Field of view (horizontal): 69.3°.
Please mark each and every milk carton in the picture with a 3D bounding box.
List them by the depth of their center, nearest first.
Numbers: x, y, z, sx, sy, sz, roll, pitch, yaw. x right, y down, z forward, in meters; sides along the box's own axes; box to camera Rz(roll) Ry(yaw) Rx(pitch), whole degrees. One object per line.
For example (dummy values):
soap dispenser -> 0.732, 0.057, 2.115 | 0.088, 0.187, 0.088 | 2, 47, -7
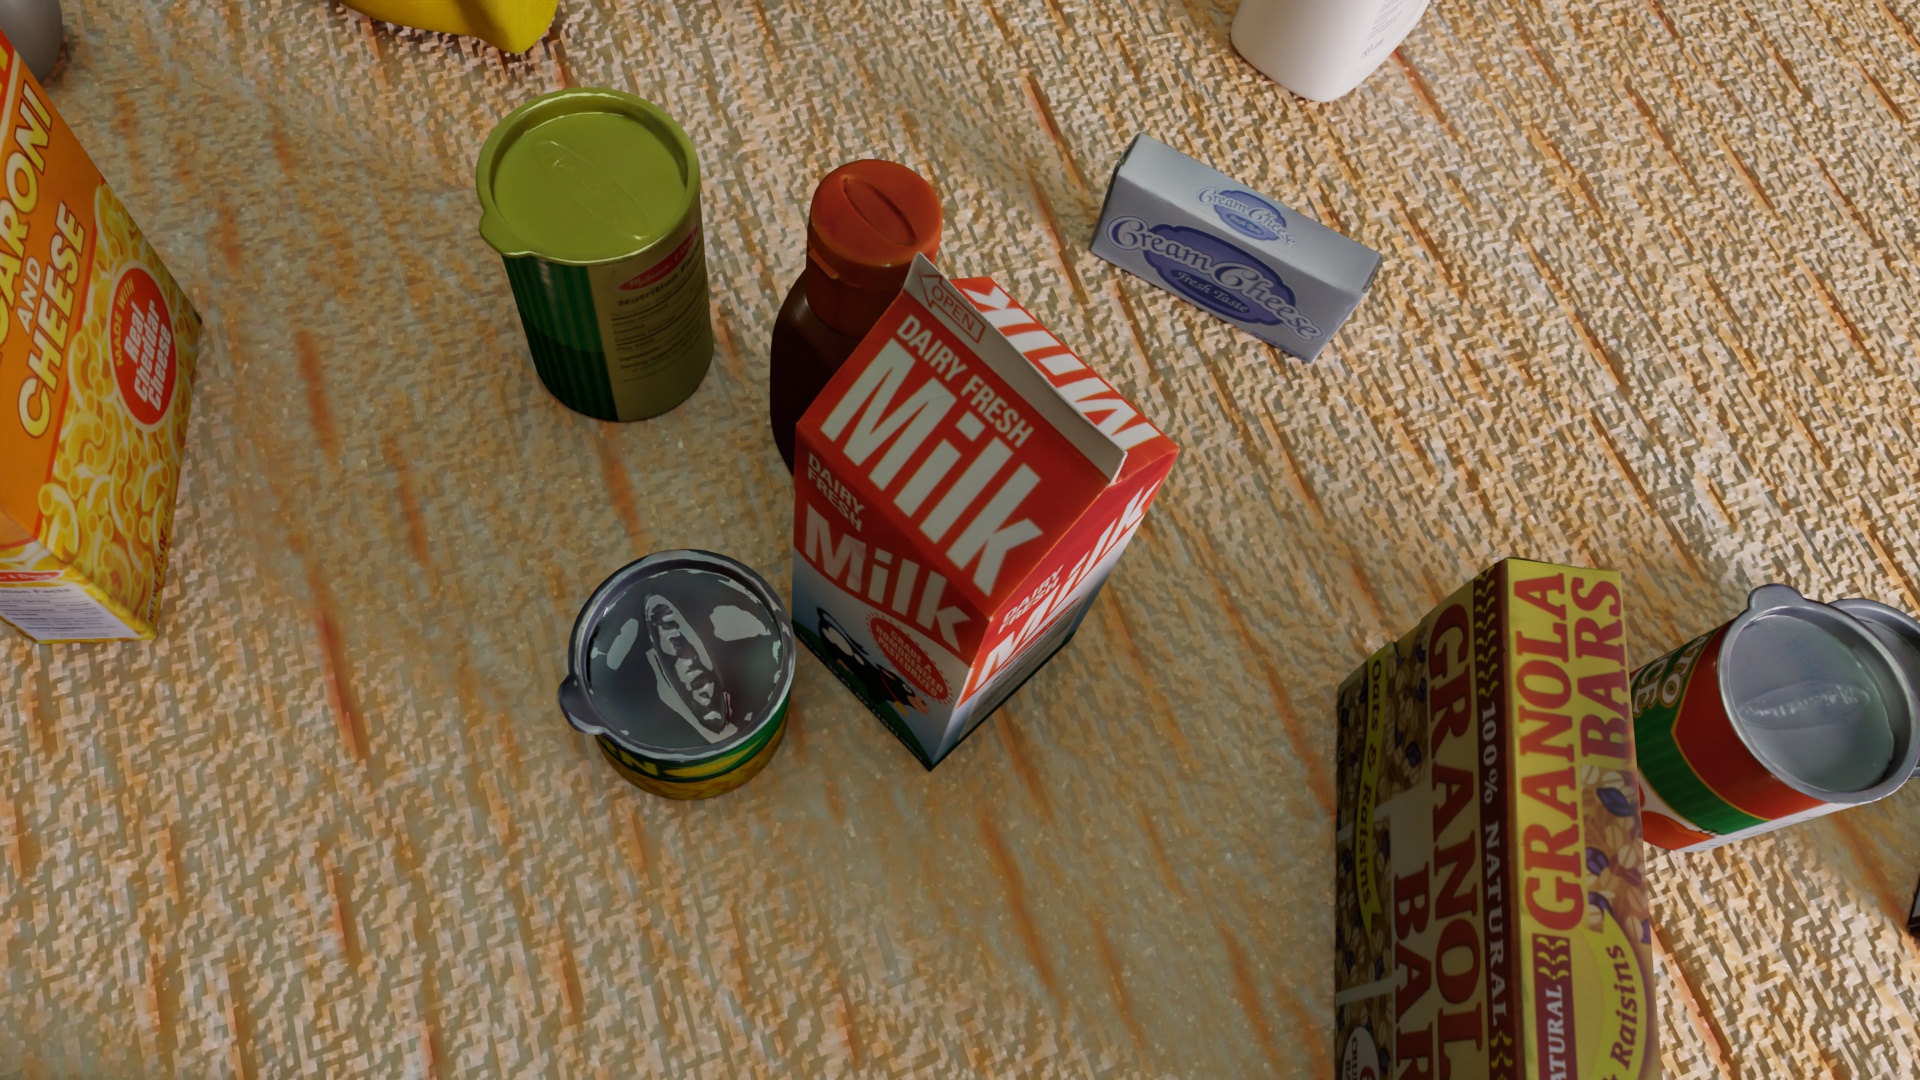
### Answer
milk carton -> 0.001, -0.005, 0.398 | 0.074, 0.189, 0.072 | -41, 78, -21

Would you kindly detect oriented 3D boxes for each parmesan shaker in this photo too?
parmesan shaker -> -0.121, -0.090, 0.466 | 0.071, 0.102, 0.071 | 3, 66, -7

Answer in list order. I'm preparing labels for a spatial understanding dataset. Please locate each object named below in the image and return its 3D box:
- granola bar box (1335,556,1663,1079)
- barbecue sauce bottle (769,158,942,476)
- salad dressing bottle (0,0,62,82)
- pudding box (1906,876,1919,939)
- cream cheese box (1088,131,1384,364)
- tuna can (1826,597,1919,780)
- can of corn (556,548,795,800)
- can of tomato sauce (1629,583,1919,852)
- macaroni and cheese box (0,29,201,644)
granola bar box -> 0.149, 0.104, 0.408 | 0.039, 0.123, 0.166 | 9, 66, -4
barbecue sauce bottle -> -0.032, -0.060, 0.441 | 0.044, 0.148, 0.065 | -38, 77, -20
salad dressing bottle -> -0.357, -0.213, 0.463 | 0.064, 0.147, 0.044 | 9, 66, -4
pudding box -> 0.366, 0.103, 0.479 | 0.030, 0.049, 0.084 | 31, 66, 6
cream cheese box -> 0.103, -0.111, 0.534 | 0.104, 0.053, 0.024 | 29, 66, 5
tuna can -> 0.320, 0.057, 0.502 | 0.071, 0.032, 0.071 | 3, 66, -7
can of corn -> -0.088, 0.045, 0.436 | 0.071, 0.058, 0.071 | 3, 66, -7
can of tomato sauce -> 0.258, 0.062, 0.464 | 0.071, 0.082, 0.071 | 3, 66, -7
macaroni and cheese box -> -0.273, -0.055, 0.394 | 0.040, 0.165, 0.124 | -2, 67, -9
